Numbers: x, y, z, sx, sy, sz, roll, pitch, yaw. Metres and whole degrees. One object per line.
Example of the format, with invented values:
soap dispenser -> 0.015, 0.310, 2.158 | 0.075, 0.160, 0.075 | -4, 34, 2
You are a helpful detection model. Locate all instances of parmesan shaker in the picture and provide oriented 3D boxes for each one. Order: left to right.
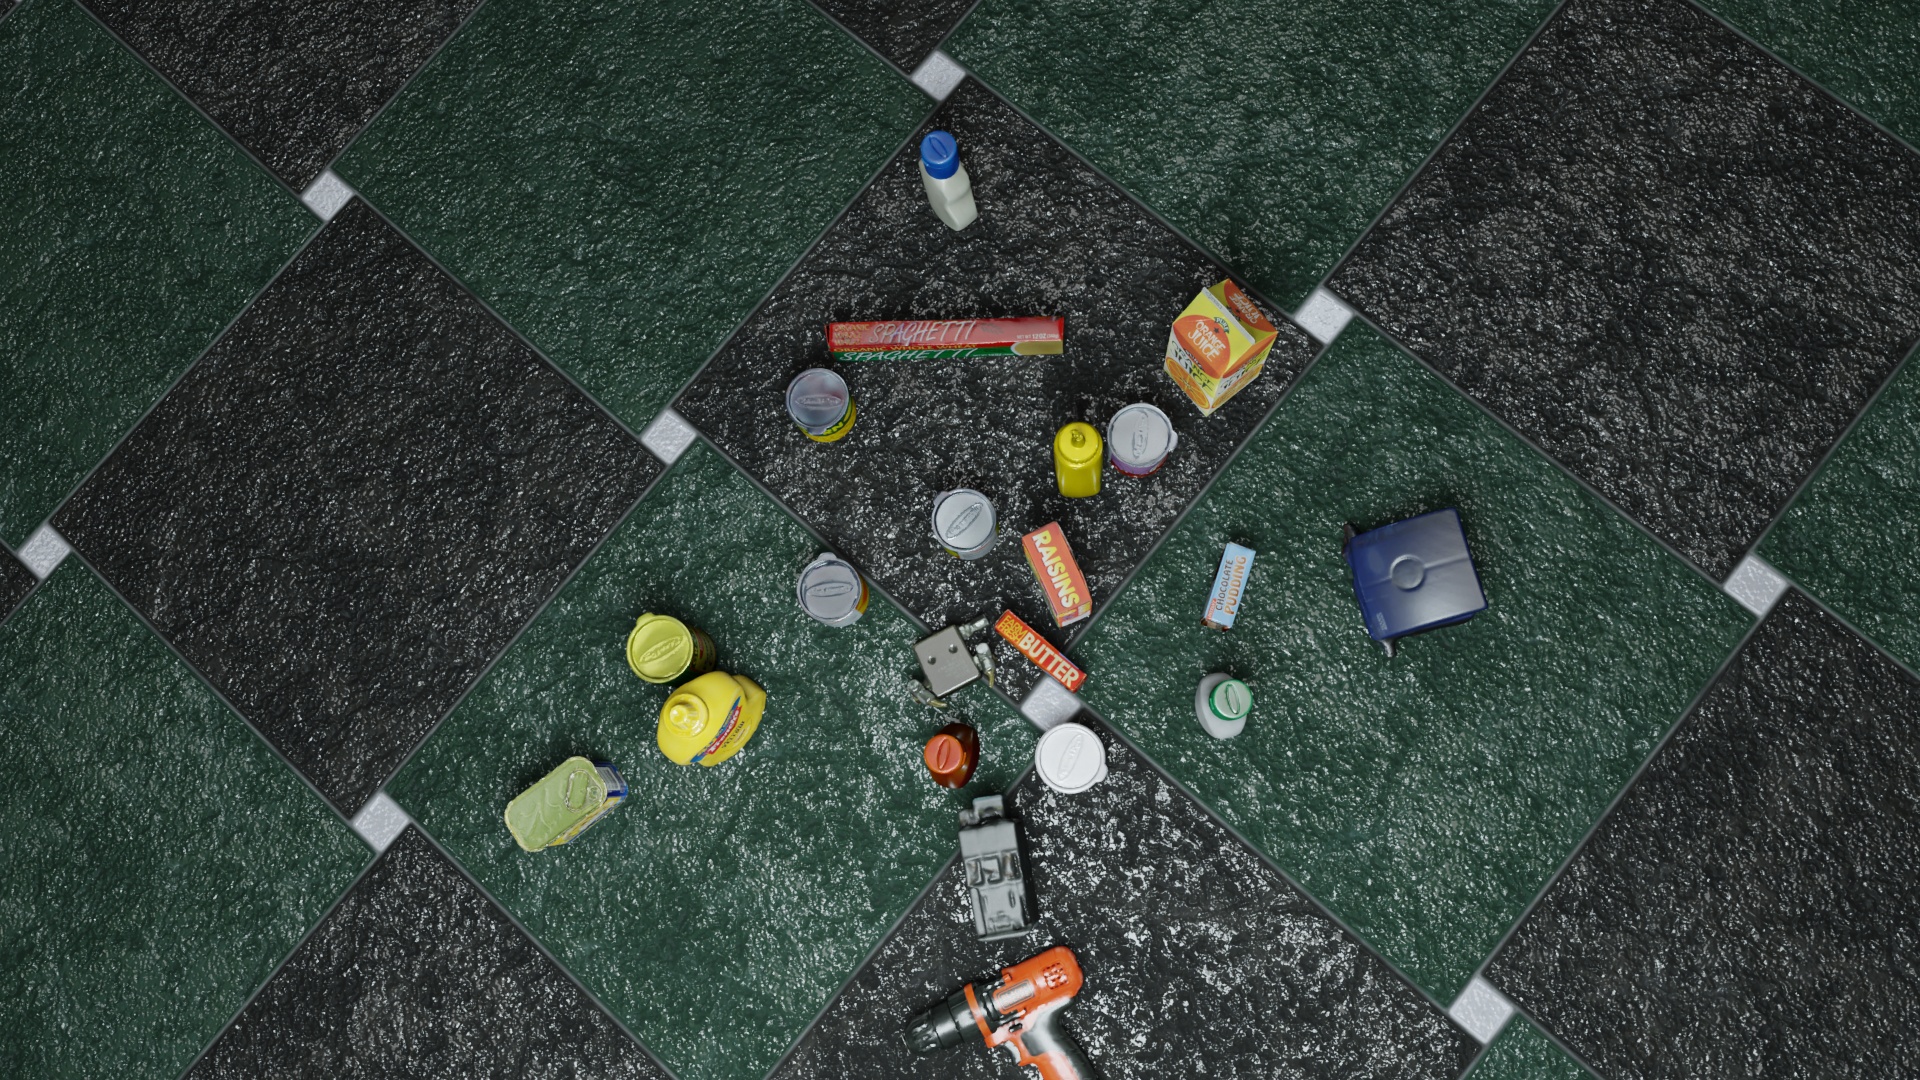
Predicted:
parmesan shaker -> -0.289, 0.111, 1.401 | 0.071, 0.103, 0.071 | -1, 80, 5

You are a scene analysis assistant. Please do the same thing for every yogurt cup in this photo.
yogurt cup -> 0.109, 0.215, 1.374 | 0.072, 0.054, 0.072 | -1, 80, 5

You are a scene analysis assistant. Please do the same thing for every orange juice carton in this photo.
orange juice carton -> 0.254, -0.192, 1.365 | 0.073, 0.192, 0.072 | -39, 80, -2

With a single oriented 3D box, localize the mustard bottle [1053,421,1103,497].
mustard bottle -> 0.117, -0.085, 1.373 | 0.049, 0.160, 0.065 | -4, 80, 4

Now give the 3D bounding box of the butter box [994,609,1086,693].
butter box -> 0.080, 0.113, 1.395 | 0.103, 0.053, 0.024 | 39, 86, 10

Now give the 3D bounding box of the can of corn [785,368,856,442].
can of corn -> -0.145, -0.138, 1.456 | 0.071, 0.058, 0.071 | -1, 80, 5

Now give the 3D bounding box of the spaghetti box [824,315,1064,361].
spaghetti box -> -0.016, -0.212, 1.463 | 0.250, 0.050, 0.029 | -1, 80, 5

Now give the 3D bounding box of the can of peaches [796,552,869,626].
can of peaches -> -0.129, 0.051, 1.421 | 0.071, 0.058, 0.071 | -1, 80, 5

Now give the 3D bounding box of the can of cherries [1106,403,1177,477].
can of cherries -> 0.185, -0.101, 1.422 | 0.071, 0.058, 0.071 | -1, 80, 5

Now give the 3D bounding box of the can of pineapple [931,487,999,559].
can of pineapple -> 0.005, -0.018, 1.422 | 0.071, 0.058, 0.071 | -1, 80, 5

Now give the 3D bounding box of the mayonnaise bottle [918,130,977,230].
mayonnaise bottle -> -0.015, -0.376, 1.443 | 0.041, 0.148, 0.065 | -37, 79, -2

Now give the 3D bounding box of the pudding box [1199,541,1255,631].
pudding box -> 0.268, 0.047, 1.393 | 0.030, 0.049, 0.084 | 18, 82, 8

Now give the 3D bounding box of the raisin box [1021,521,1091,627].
raisin box -> 0.096, 0.036, 1.372 | 0.040, 0.123, 0.086 | -24, 79, 1

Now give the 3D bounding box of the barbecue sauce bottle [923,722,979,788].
barbecue sauce bottle -> -0.009, 0.207, 1.337 | 0.044, 0.148, 0.065 | 13, 82, 7

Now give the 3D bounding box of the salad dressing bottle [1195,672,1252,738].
salad dressing bottle -> 0.252, 0.156, 1.325 | 0.044, 0.147, 0.064 | -12, 80, 3
